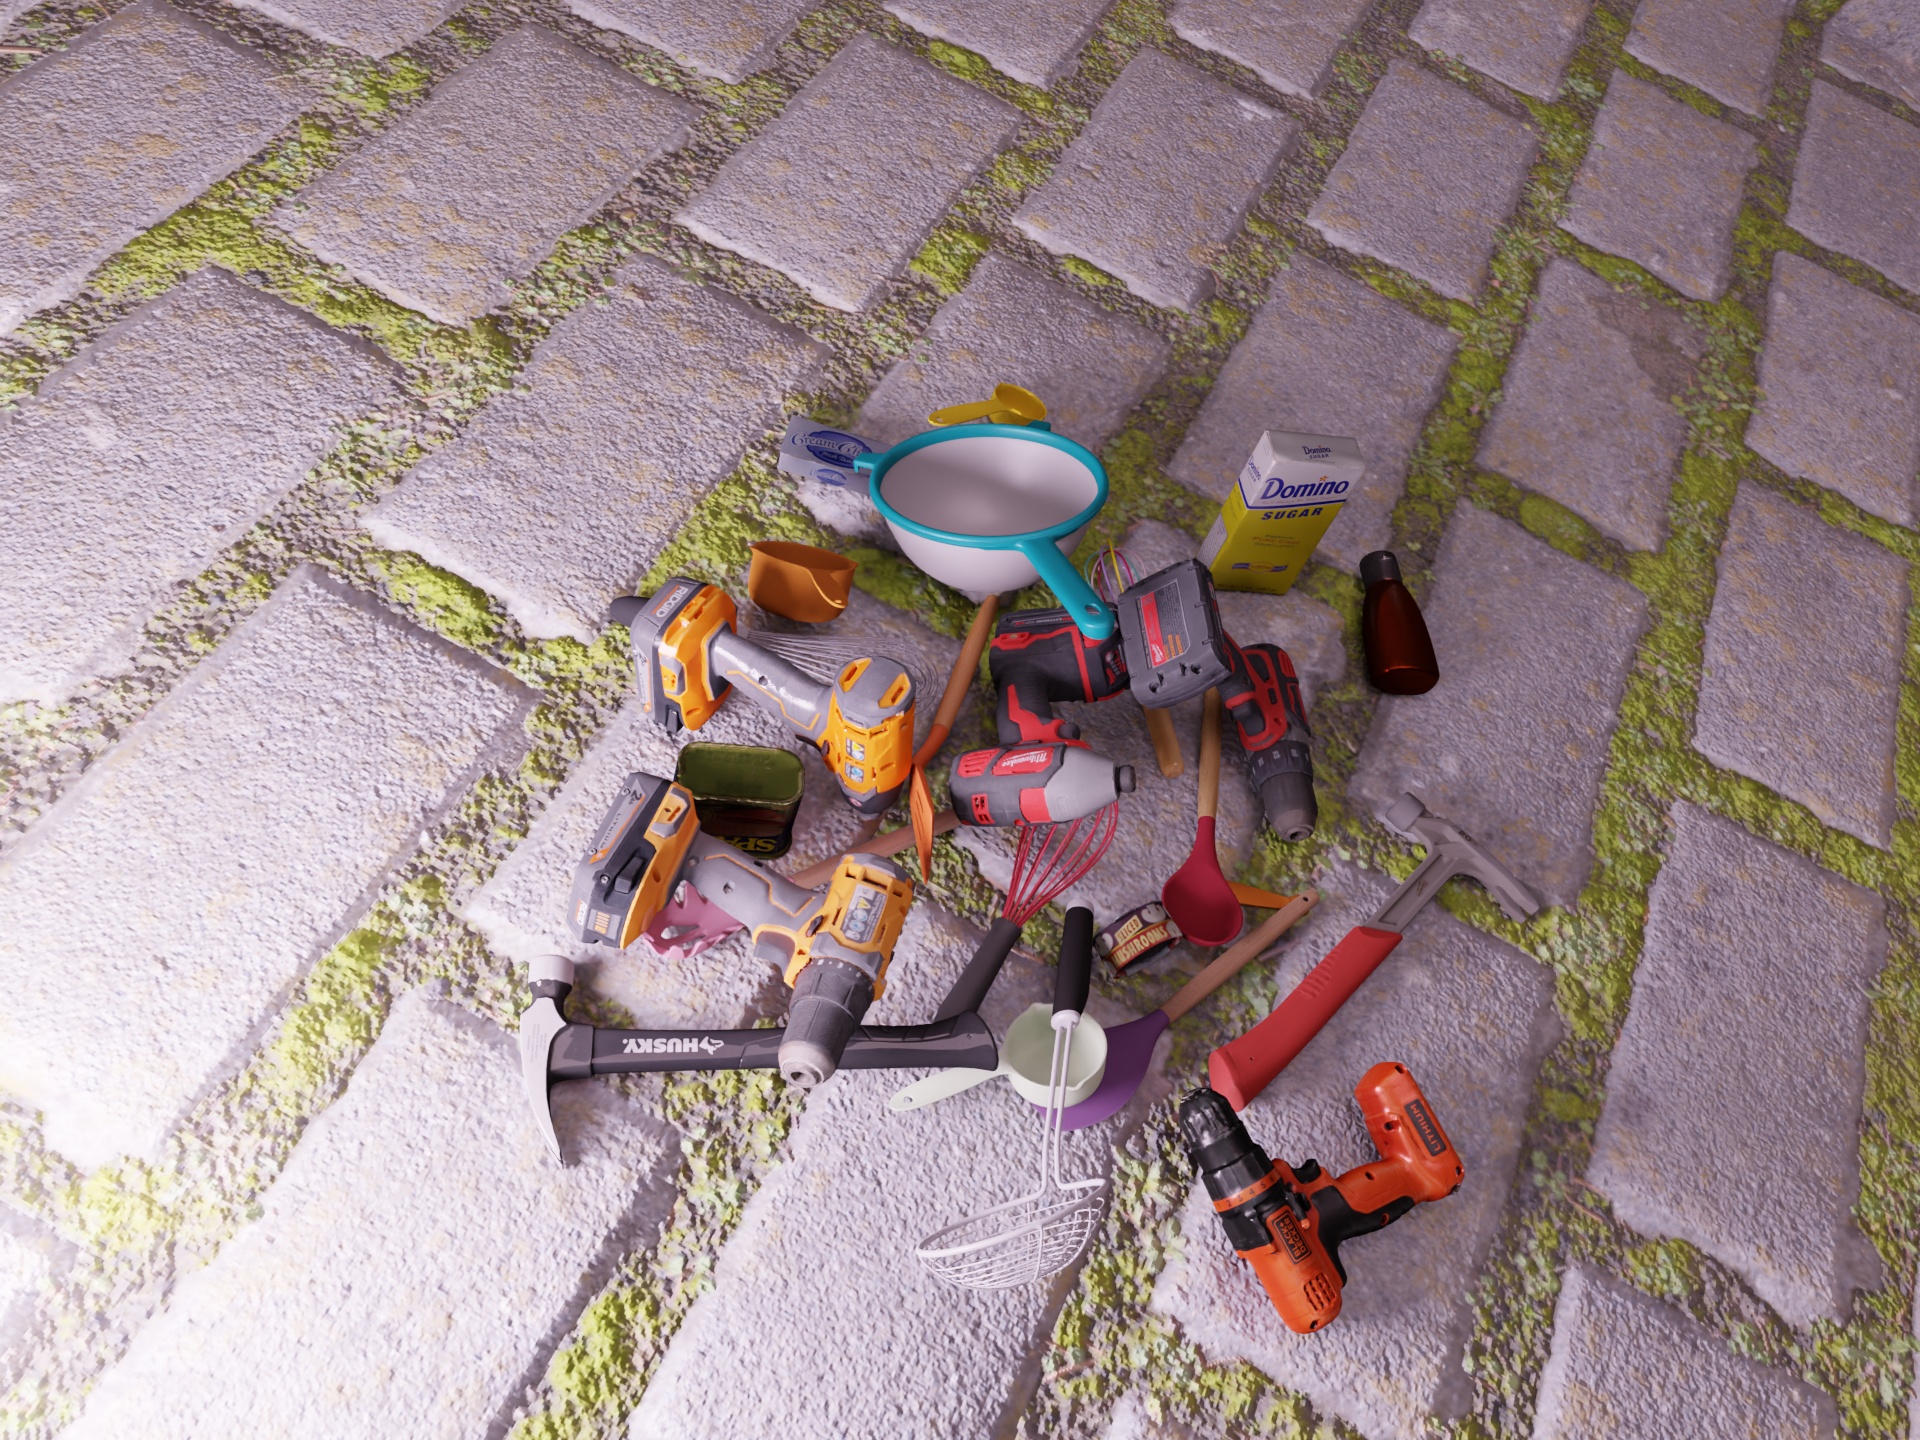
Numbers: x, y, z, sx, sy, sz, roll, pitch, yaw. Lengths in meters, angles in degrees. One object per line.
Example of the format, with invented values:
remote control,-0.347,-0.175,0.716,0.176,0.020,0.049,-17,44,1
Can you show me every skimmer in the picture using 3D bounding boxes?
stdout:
skimmer,0.053,0.235,1.099,0.090,0.127,0.364,53,29,-26

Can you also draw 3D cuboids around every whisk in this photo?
whisk,-0.154,-0.060,1.326,0.284,0.070,0.070,14,54,-1
whisk,0.047,0.147,1.244,0.073,0.073,0.296,31,59,5
whisk,0.159,-0.061,1.427,0.051,0.047,0.245,-2,61,-19

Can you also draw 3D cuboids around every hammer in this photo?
hammer,0.329,0.203,1.303,0.149,0.036,0.359,44,55,14
hammer,-0.139,0.236,1.121,0.334,0.035,0.146,1,57,-9

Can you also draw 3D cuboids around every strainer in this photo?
strainer,0.049,-0.141,1.376,0.211,0.095,0.341,-14,41,-17

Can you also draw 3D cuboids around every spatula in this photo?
spatula,-0.002,-0.004,1.320,0.041,0.081,0.323,13,43,8
spatula,0.179,0.221,1.252,0.316,0.018,0.060,-33,64,-29

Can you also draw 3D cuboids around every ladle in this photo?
ladle,0.211,0.064,1.362,0.069,0.031,0.316,15,50,-5

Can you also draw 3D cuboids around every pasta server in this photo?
pasta server,-0.106,0.114,1.232,0.316,0.040,0.060,-21,55,-29

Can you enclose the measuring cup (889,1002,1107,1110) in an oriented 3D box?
measuring cup,0.028,0.264,1.171,0.167,0.038,0.083,-17,44,-12

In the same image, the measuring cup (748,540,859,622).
measuring cup,-0.124,-0.101,1.315,0.095,0.052,0.174,7,20,-22

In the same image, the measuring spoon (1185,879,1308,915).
measuring spoon,0.239,0.144,1.330,0.117,0.011,0.021,13,54,-8

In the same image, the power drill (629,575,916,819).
power drill,-0.140,-0.008,1.247,0.226,0.164,0.084,23,53,15

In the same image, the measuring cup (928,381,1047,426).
measuring cup,0.020,-0.290,1.528,0.156,0.029,0.062,-21,60,-43

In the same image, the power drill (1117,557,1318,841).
power drill,0.230,-0.013,1.337,0.226,0.080,0.188,35,39,-44

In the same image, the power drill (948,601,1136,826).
power drill,0.078,-0.001,1.285,0.143,0.078,0.220,-4,38,16

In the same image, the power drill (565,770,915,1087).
power drill,-0.157,0.146,1.112,0.226,0.084,0.185,22,45,-2
